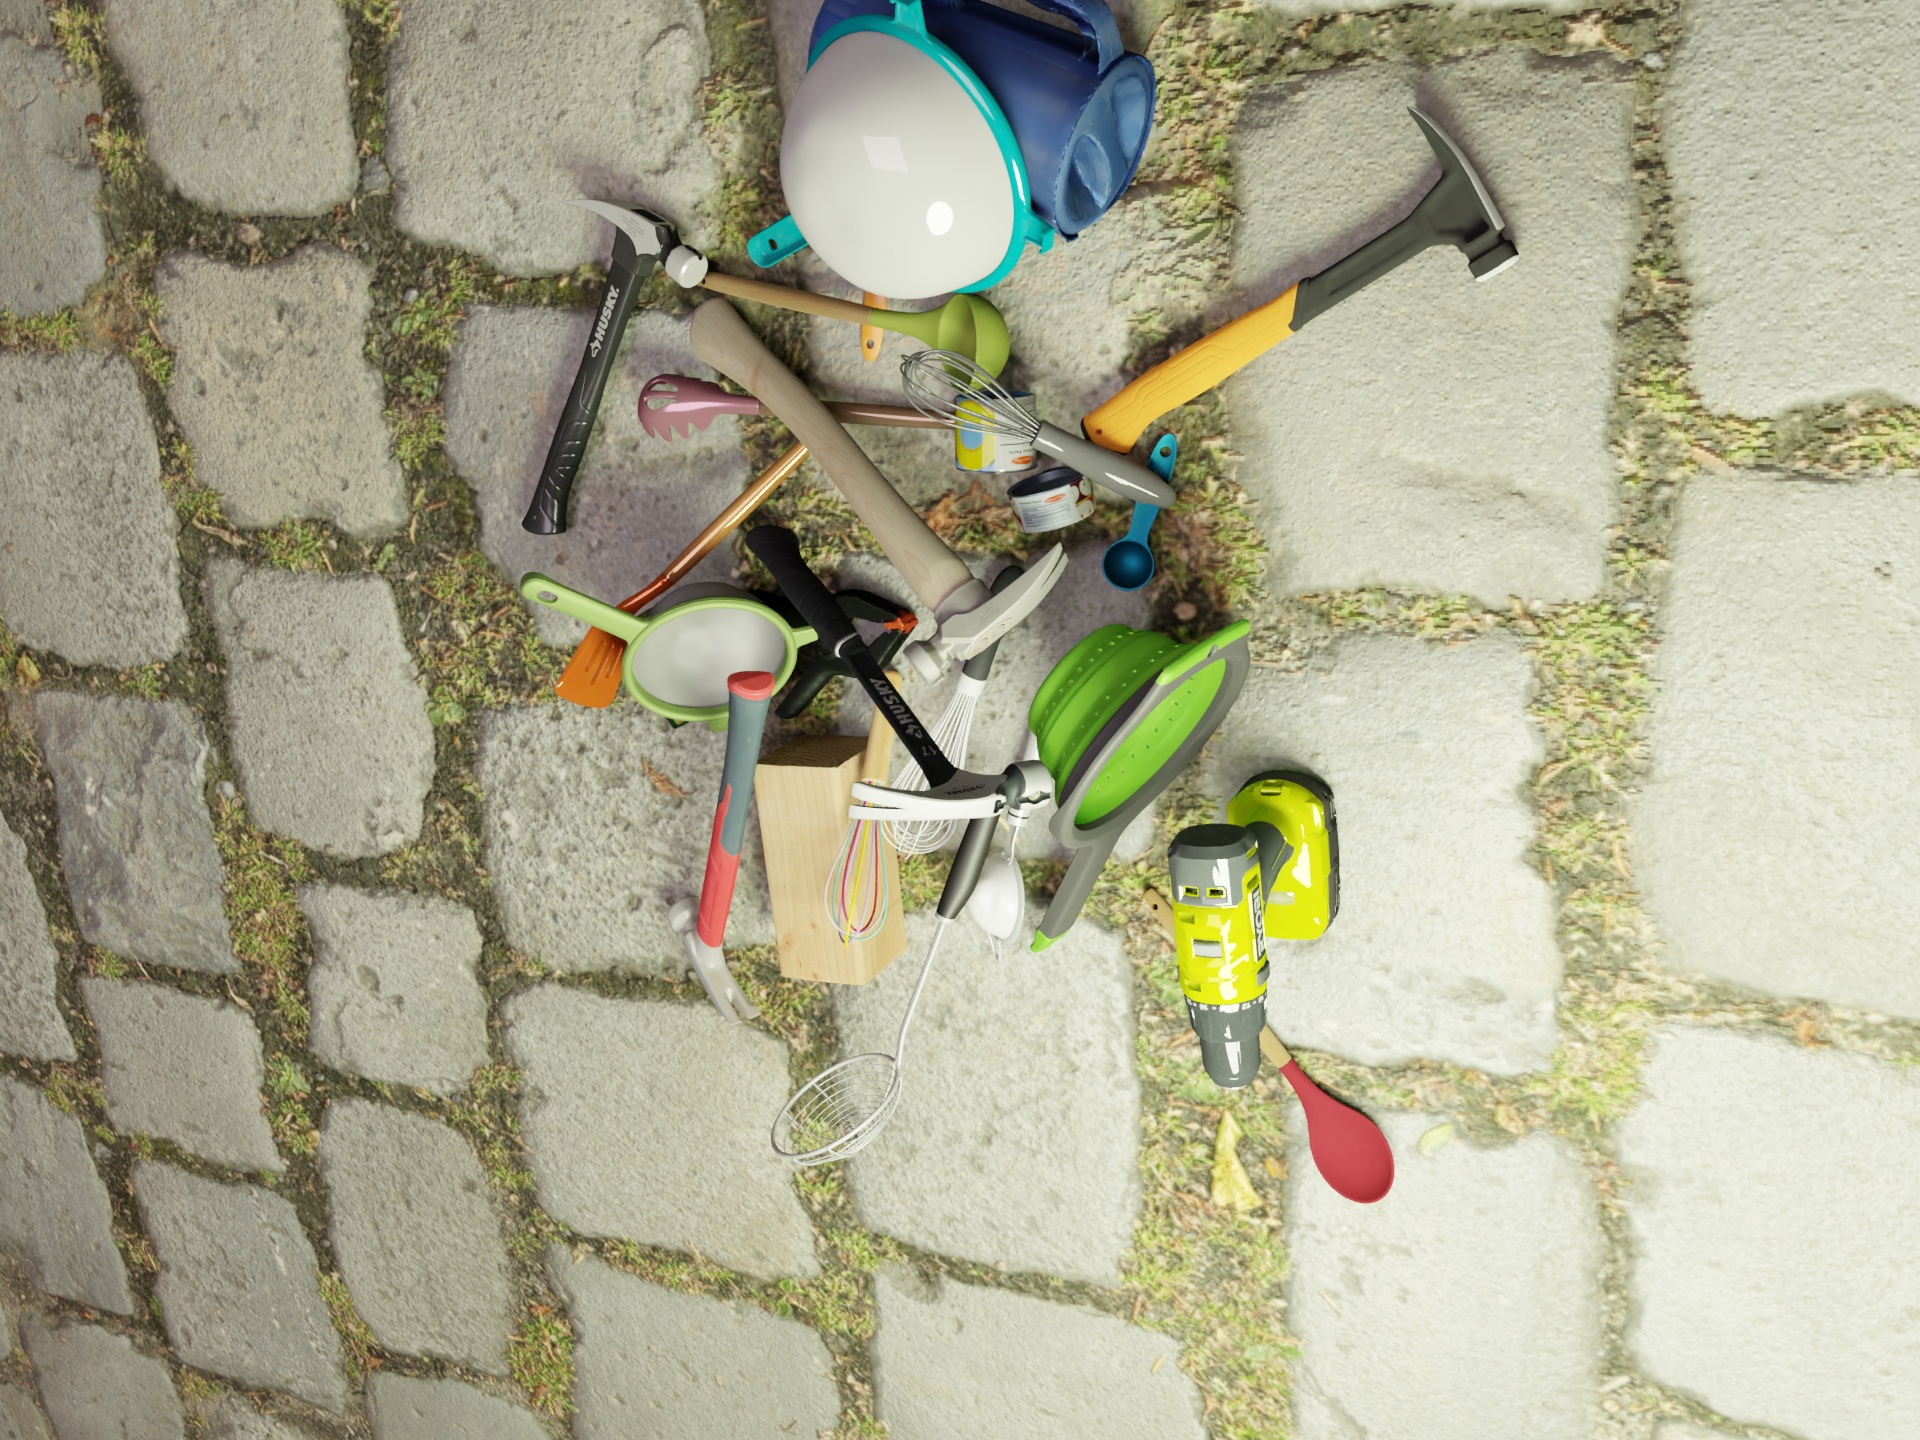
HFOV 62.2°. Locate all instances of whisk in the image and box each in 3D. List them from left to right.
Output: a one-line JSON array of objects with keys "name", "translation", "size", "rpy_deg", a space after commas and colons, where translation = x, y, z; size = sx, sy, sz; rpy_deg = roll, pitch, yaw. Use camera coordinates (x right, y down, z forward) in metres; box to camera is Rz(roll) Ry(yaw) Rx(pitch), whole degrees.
[{"name": "whisk", "translation": [-0.076, 0.073, 1.364], "size": [0.051, 0.047, 0.245], "rpy_deg": [1, 72, 25]}, {"name": "whisk", "translation": [-0.002, -0.005, 1.364], "size": [0.070, 0.070, 0.284], "rpy_deg": [28, 112, 16]}, {"name": "whisk", "translation": [0.060, -0.218, 1.206], "size": [0.239, 0.055, 0.055], "rpy_deg": [25, 119, -11]}]

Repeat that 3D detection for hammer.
[{"name": "hammer", "translation": [-0.338, -0.309, 1.438], "size": [0.146, 0.035, 0.334], "rpy_deg": [40, 123, 18]}, {"name": "hammer", "translation": [-0.201, 0.112, 1.418], "size": [0.143, 0.038, 0.386], "rpy_deg": [53, 144, 32]}, {"name": "hammer", "translation": [-0.087, -0.049, 1.268], "size": [0.409, 0.149, 0.036], "rpy_deg": [51, 140, 45]}, {"name": "hammer", "translation": [-0.087, -0.215, 1.285], "size": [0.146, 0.038, 0.411], "rpy_deg": [-39, 66, -1]}, {"name": "hammer", "translation": [0.223, -0.297, 1.160], "size": [0.337, 0.034, 0.127], "rpy_deg": [-29, 93, 31]}]

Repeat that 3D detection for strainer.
[{"name": "strainer", "translation": [-0.260, -0.088, 1.354], "size": [0.151, 0.256, 0.069], "rpy_deg": [-42, 44, 28]}, {"name": "strainer", "translation": [-0.096, -0.378, 1.187], "size": [0.340, 0.095, 0.210], "rpy_deg": [-4, 126, 55]}, {"name": "strainer", "translation": [0.044, 0.090, 1.368], "size": [0.087, 0.050, 0.258], "rpy_deg": [41, 120, 58]}]

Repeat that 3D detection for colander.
[{"name": "colander", "translation": [0.099, 0.047, 1.276], "size": [0.095, 0.204, 0.396], "rpy_deg": [43, 139, 21]}]

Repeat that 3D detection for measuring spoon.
[{"name": "measuring spoon", "translation": [-0.071, -0.353, 1.305], "size": [0.021, 0.011, 0.116], "rpy_deg": [16, 114, 22]}, {"name": "measuring spoon", "translation": [0.147, -0.165, 1.256], "size": [0.042, 0.021, 0.128], "rpy_deg": [19, 106, 7]}]

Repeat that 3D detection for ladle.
[{"name": "ladle", "translation": [-0.099, -0.331, 1.293], "size": [0.320, 0.062, 0.078], "rpy_deg": [19, 120, 26]}, {"name": "ladle", "translation": [0.255, 0.268, 1.336], "size": [0.069, 0.031, 0.315], "rpy_deg": [-41, 84, 29]}]

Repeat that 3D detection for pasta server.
[{"name": "pasta server", "translation": [-0.142, -0.264, 1.357], "size": [0.316, 0.040, 0.060], "rpy_deg": [8, 80, 18]}]

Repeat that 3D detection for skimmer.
[{"name": "skimmer", "translation": [-0.061, 0.216, 1.365], "size": [0.090, 0.127, 0.363], "rpy_deg": [18, 100, -15]}]

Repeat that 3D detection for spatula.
[{"name": "spatula", "translation": [-0.233, -0.135, 1.392], "size": [0.322, 0.081, 0.041], "rpy_deg": [-42, 67, 11]}]

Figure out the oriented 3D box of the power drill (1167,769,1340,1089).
[{"name": "power drill", "translation": [0.220, 0.148, 1.194], "size": [0.080, 0.228, 0.190], "rpy_deg": [0, 107, 27]}]
